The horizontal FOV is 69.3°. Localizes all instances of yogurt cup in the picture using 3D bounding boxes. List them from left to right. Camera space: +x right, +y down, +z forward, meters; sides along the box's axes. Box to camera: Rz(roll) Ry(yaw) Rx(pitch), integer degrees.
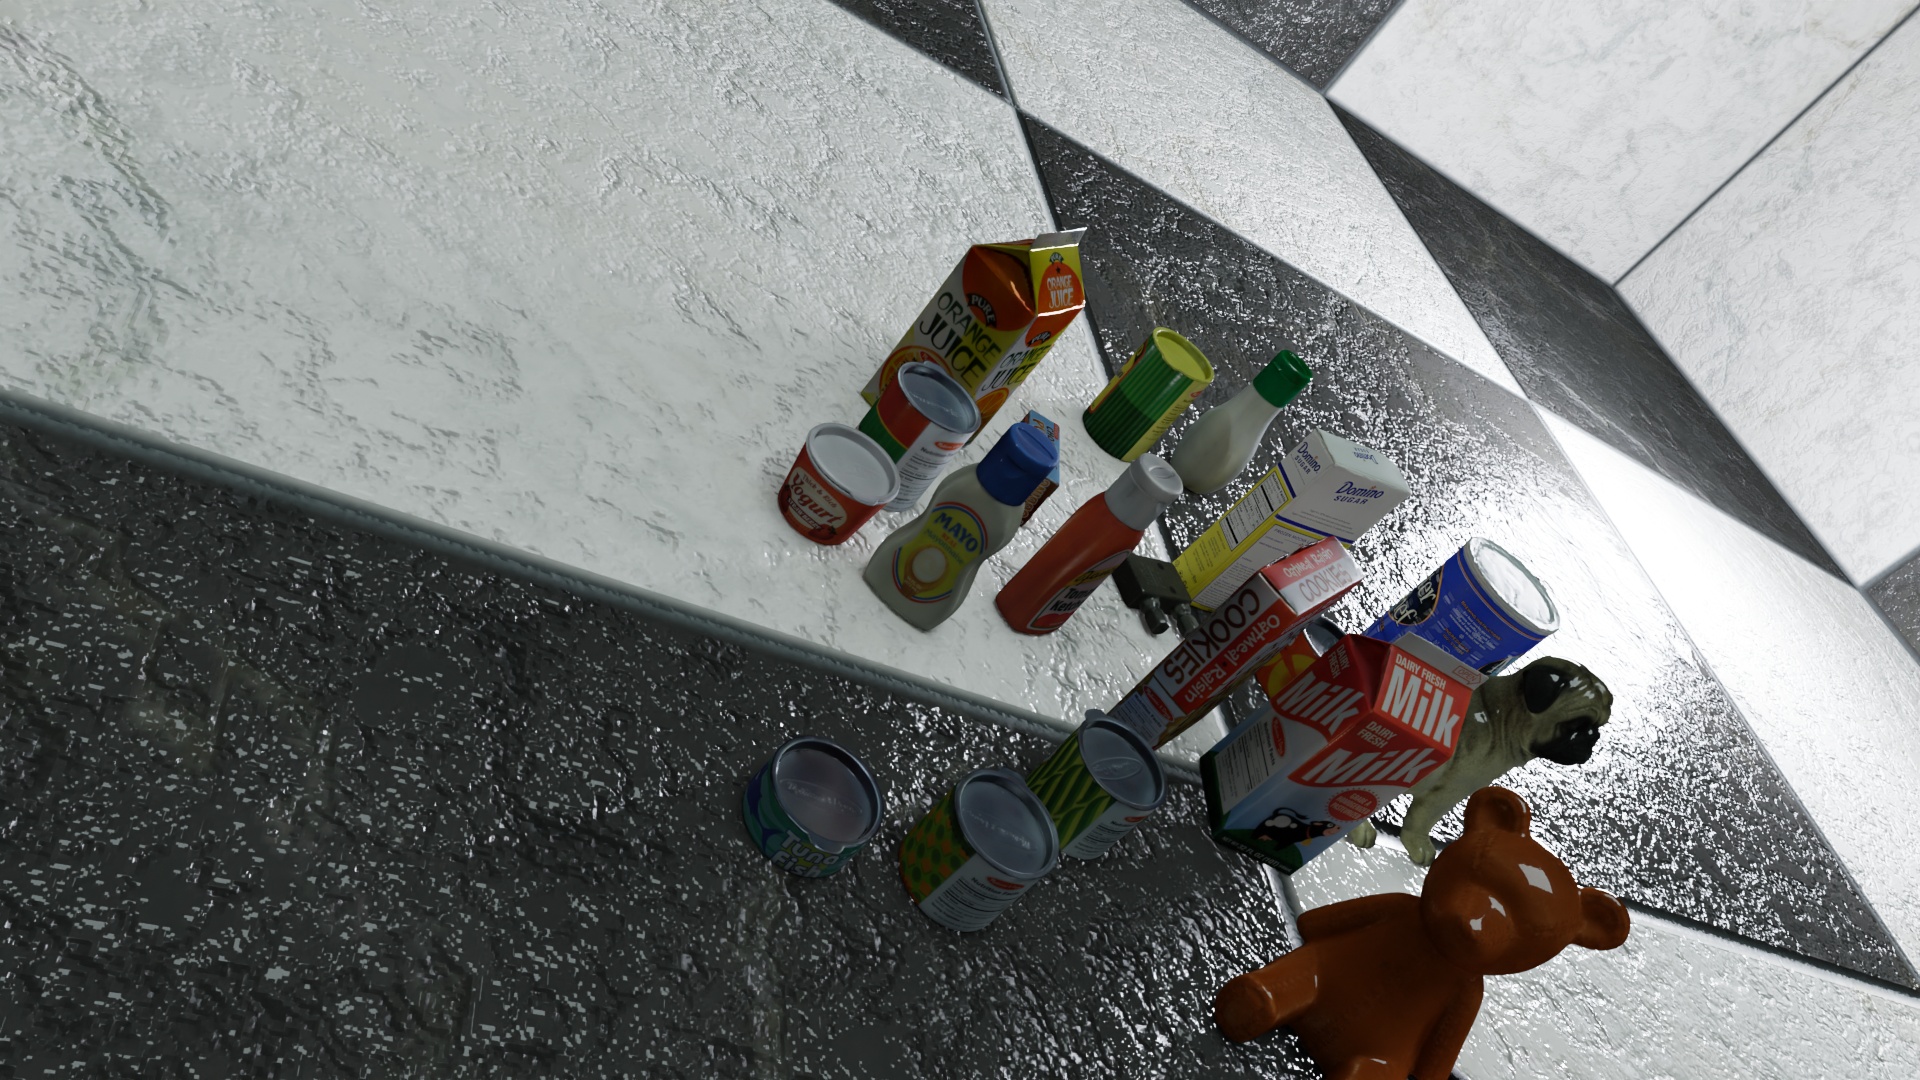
[{"bbox_3d":[-0.081,-0.034,0.888,0.072,0.053,0.073,27,35,-21],"label":"yogurt cup"}]

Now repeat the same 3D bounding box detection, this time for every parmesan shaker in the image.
[{"bbox_3d":[0.160,-0.124,1.201,0.071,0.102,0.072,27,34,-21],"label":"parmesan shaker"}]

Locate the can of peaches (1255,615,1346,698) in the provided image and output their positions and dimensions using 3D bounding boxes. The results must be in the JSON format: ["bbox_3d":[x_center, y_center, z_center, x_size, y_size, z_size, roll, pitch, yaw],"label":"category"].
[{"bbox_3d":[0.272,0.098,1.092,0.071,0.057,0.071,27,35,-21],"label":"can of peaches"}]

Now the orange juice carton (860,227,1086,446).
[{"bbox_3d":[0.018,-0.152,1.003,0.073,0.191,0.072,49,33,13],"label":"orange juice carton"}]

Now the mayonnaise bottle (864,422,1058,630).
[{"bbox_3d":[0.003,-0.011,0.859,0.065,0.147,0.041,42,32,1],"label":"mayonnaise bottle"}]

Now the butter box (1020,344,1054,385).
[{"bbox_3d":[0.034,-0.143,1.140,0.024,0.053,0.104,47,33,9],"label":"butter box"}]

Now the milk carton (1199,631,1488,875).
[{"bbox_3d":[0.247,0.130,0.903,0.072,0.189,0.074,28,34,-20],"label":"milk carton"}]

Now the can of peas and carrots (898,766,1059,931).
[{"bbox_3d":[0.009,0.163,0.739,0.071,0.058,0.071,27,35,-21],"label":"can of peas and carrots"}]

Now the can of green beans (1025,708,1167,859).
[{"bbox_3d":[0.080,0.148,0.832,0.071,0.057,0.071,27,35,-21],"label":"can of green beans"}]

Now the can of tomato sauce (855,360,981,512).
[{"bbox_3d":[-0.037,-0.072,0.952,0.071,0.082,0.071,27,34,-21],"label":"can of tomato sauce"}]

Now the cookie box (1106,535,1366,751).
[{"bbox_3d":[0.180,0.072,0.925,0.040,0.166,0.123,51,33,15],"label":"cookie box"}]

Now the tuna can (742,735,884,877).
[{"bbox_3d":[-0.075,0.137,0.707,0.071,0.032,0.071,27,35,-21],"label":"tuna can"}]

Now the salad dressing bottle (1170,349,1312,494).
[{"bbox_3d":[0.248,-0.104,1.227,0.044,0.147,0.064,12,42,-38],"label":"salad dressing bottle"}]

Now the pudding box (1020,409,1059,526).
[{"bbox_3d":[0.051,-0.056,1.056,0.030,0.049,0.084,30,34,-17],"label":"pudding box"}]

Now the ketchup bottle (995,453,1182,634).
[{"bbox_3d":[0.088,0.003,0.930,0.065,0.148,0.043,-6,55,-50],"label":"ketchup bottle"}]
